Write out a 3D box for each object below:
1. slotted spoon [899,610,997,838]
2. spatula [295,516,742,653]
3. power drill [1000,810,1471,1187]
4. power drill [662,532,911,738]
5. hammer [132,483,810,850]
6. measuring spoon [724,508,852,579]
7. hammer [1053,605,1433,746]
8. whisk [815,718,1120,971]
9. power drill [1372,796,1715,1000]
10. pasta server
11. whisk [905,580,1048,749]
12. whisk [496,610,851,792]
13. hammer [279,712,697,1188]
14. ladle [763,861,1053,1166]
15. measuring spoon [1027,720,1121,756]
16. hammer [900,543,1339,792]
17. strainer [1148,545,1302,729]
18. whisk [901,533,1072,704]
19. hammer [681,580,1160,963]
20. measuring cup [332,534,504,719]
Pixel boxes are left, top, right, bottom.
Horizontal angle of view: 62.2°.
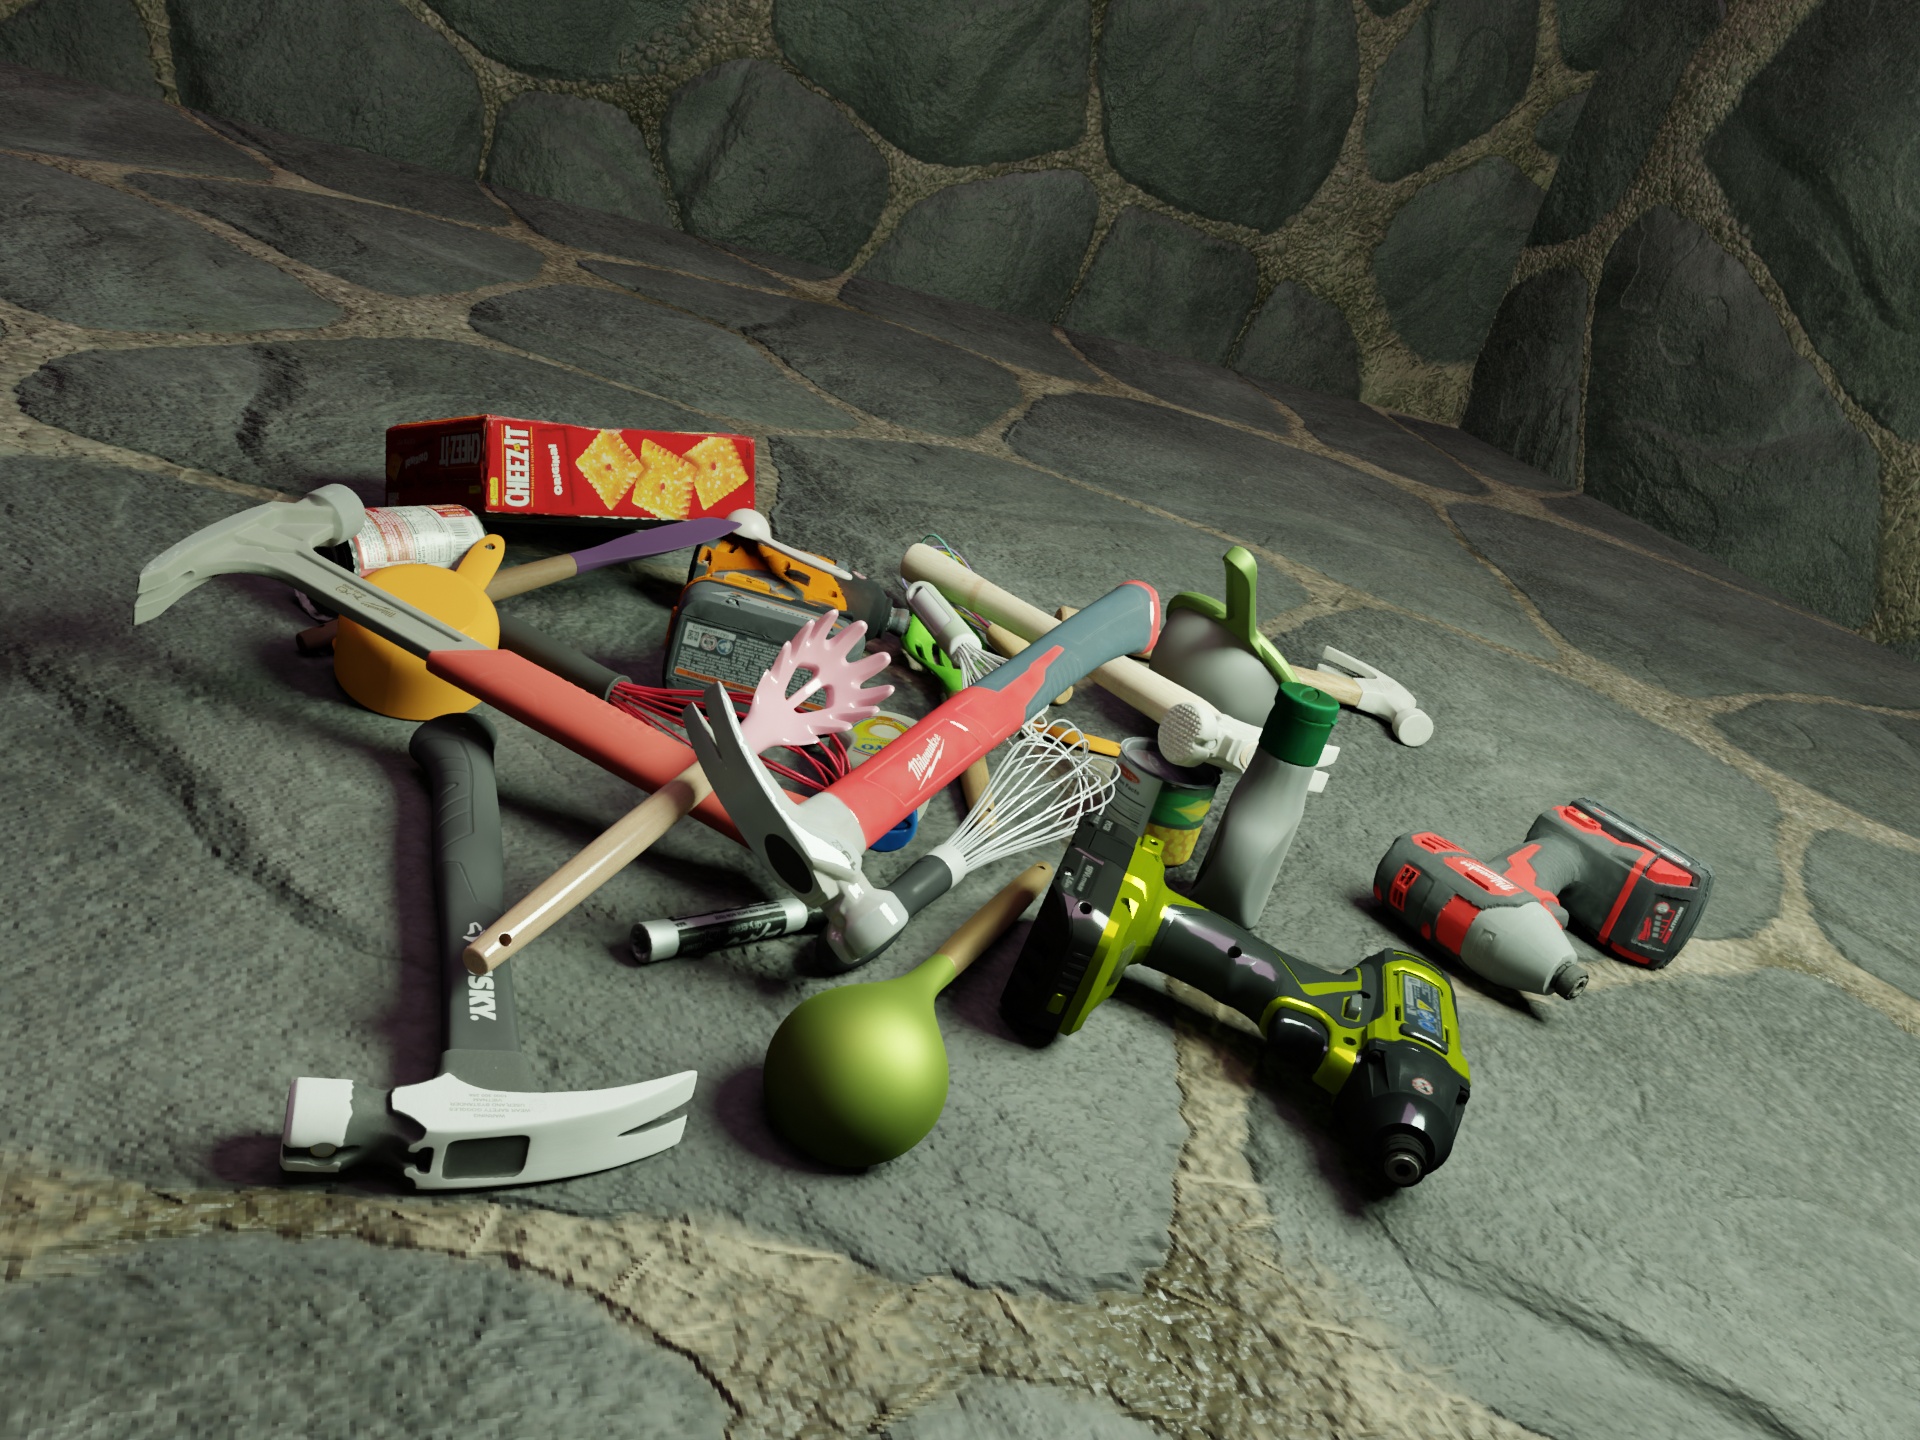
[{"bbox_3d":[-0.002,-0.003,1.088,0.070,0.031,0.314,13,24,-13],"label":"slotted spoon"},{"bbox_3d":[-0.268,-0.092,1.012,0.060,0.018,0.316,16,29,41],"label":"spatula"},{"bbox_3d":[0.142,0.140,0.794,0.223,0.080,0.171,24,22,6],"label":"power drill"},{"bbox_3d":[-0.112,-0.065,1.078,0.164,0.084,0.227,15,18,-7],"label":"power drill"},{"bbox_3d":[-0.225,-0.010,0.809,0.359,0.036,0.149,28,32,5],"label":"hammer"},{"bbox_3d":[-0.118,-0.124,1.106,0.124,0.018,0.034,27,17,35],"label":"measuring spoon"},{"bbox_3d":[0.238,-0.049,1.375,0.331,0.031,0.130,12,23,-13],"label":"hammer"},{"bbox_3d":[0.006,0.069,0.875,0.070,0.070,0.284,27,31,21],"label":"whisk"},{"bbox_3d":[0.386,0.119,1.035,0.219,0.078,0.143,-5,31,-39],"label":"power drill"},{"bbox_3d":[-0.123,0.028,0.752,0.060,0.040,0.316,54,35,-6],"label":"pasta server"},{"bbox_3d":[0.005,-0.046,1.097,0.059,0.058,0.247,42,6,-31],"label":"whisk"},{"bbox_3d":[-0.183,-0.007,0.917,0.296,0.073,0.073,23,22,27],"label":"whisk"},{"bbox_3d":[-0.212,0.082,0.708,0.146,0.035,0.335,8,24,-22],"label":"hammer"},{"bbox_3d":[-0.005,0.124,0.777,0.078,0.062,0.320,21,15,14],"label":"ladle"},{"bbox_3d":[0.076,0.007,1.128,0.116,0.011,0.021,16,23,-21],"label":"measuring spoon"},{"bbox_3d":[0.086,-0.050,1.136,0.146,0.038,0.411,13,14,-38],"label":"hammer"},{"bbox_3d":[0.181,-0.039,1.130,0.152,0.069,0.256,44,-10,23],"label":"strainer"},{"bbox_3d":[0.022,-0.084,1.277,0.047,0.051,0.245,8,26,-37],"label":"whisk"},{"bbox_3d":[0.008,-0.019,0.875,0.143,0.038,0.386,55,38,-1],"label":"hammer"},{"bbox_3d":[-0.298,-0.075,0.924,0.095,0.052,0.174,19,41,-5],"label":"measuring cup"}]
